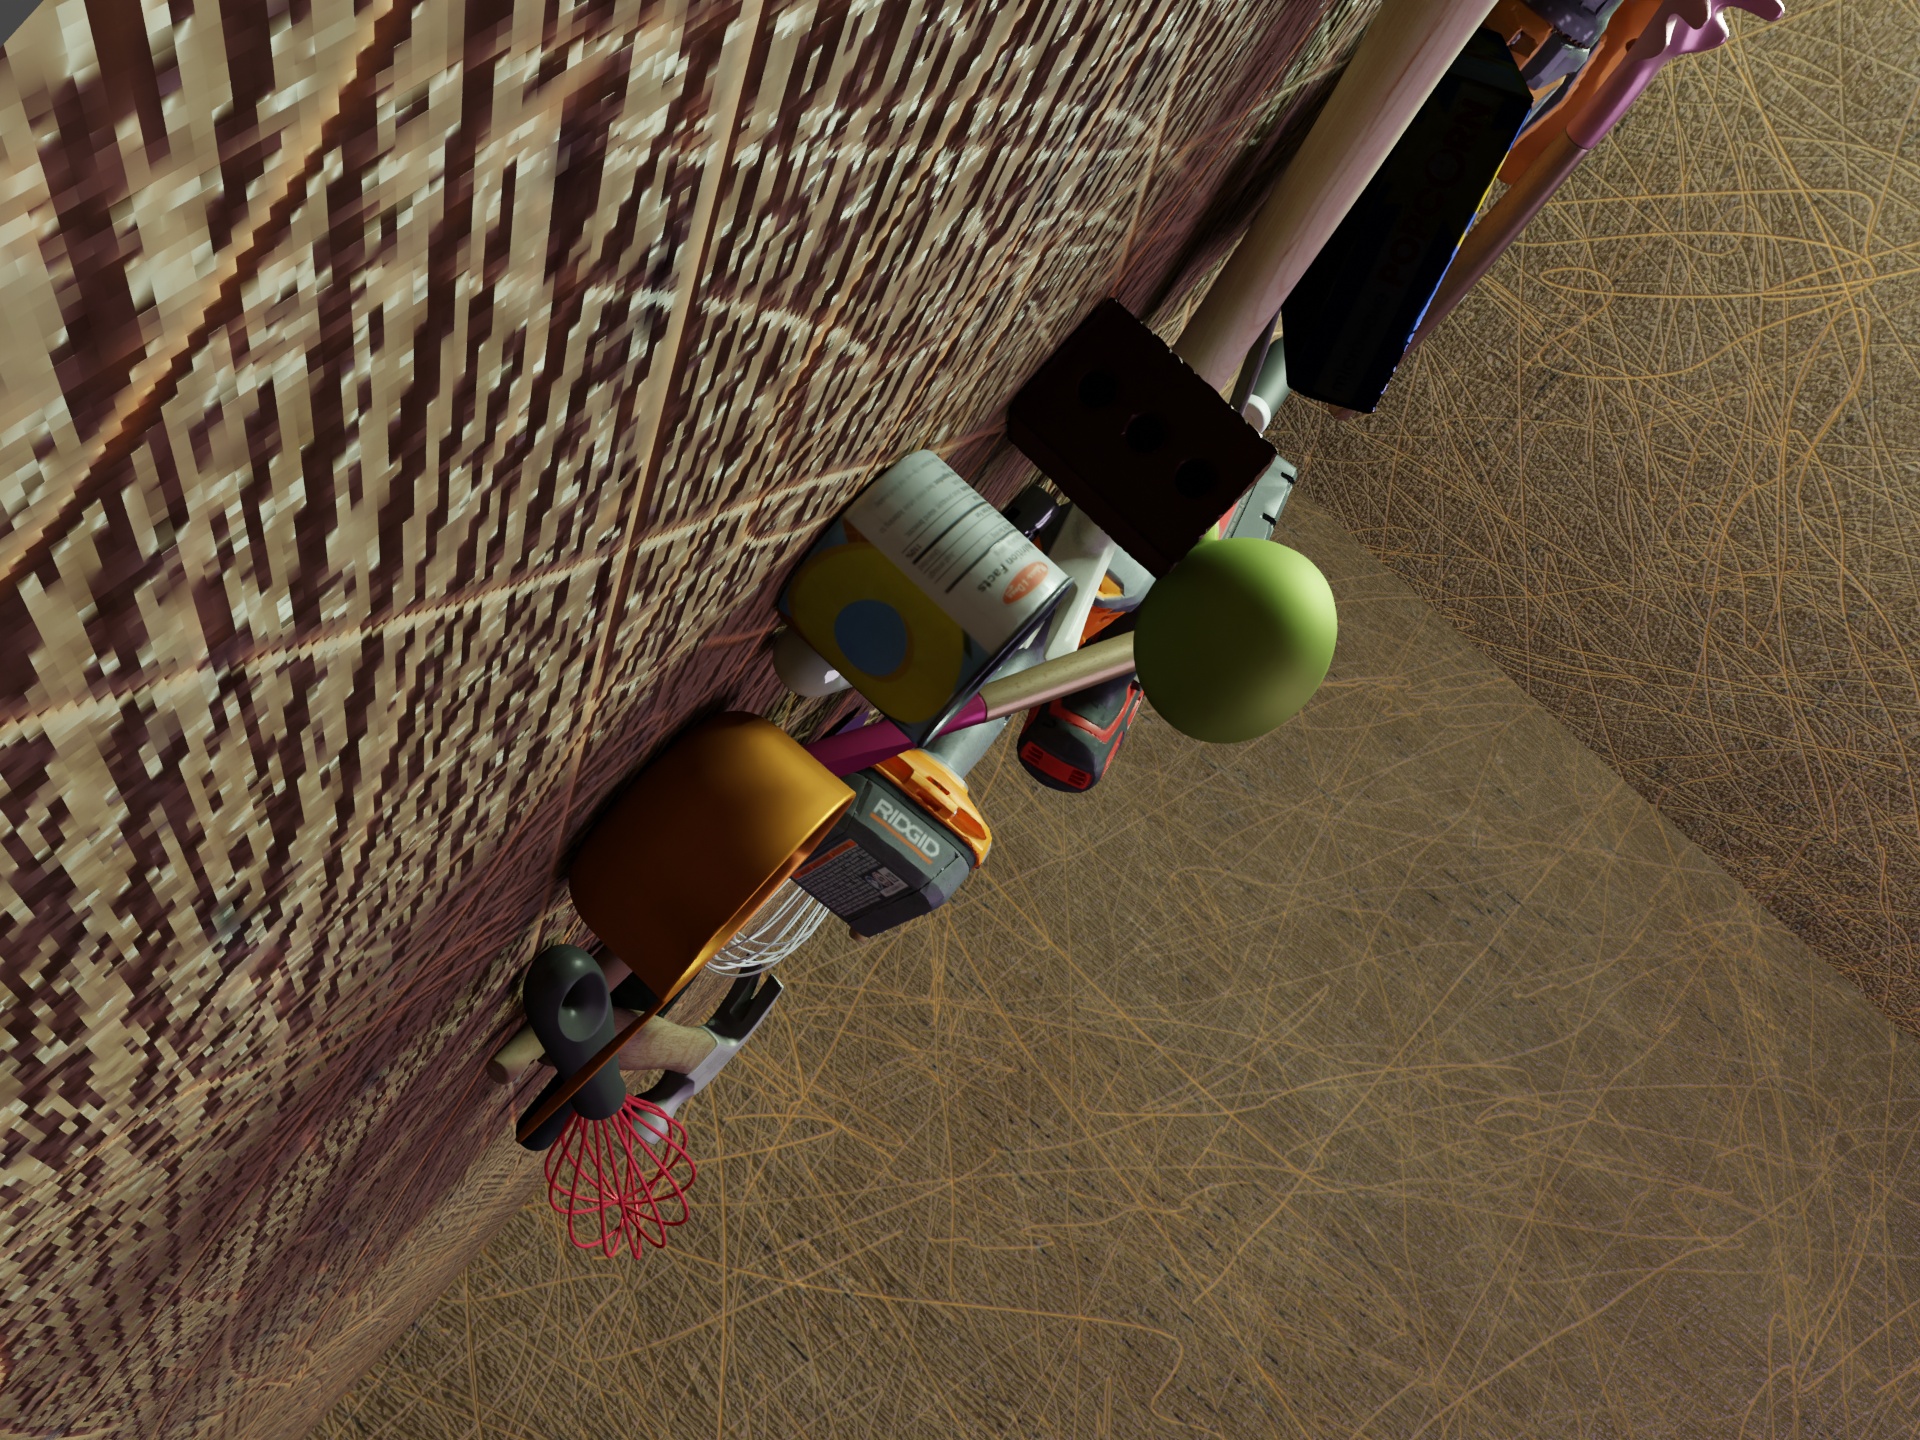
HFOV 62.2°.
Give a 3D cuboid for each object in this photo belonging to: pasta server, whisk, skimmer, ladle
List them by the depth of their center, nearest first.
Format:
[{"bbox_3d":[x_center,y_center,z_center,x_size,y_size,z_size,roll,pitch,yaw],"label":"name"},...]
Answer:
[{"bbox_3d":[-0.019,-0.033,0.595,0.246,0.059,0.058,-26,122,-74],"label":"whisk"},{"bbox_3d":[0.112,-0.079,0.690,0.078,0.062,0.320,-41,-168,21],"label":"ladle"},{"bbox_3d":[0.256,-0.228,0.692,0.060,0.040,0.316,-20,162,-32],"label":"pasta server"},{"bbox_3d":[-0.156,0.171,0.695,0.073,0.073,0.295,-46,160,-29],"label":"whisk"},{"bbox_3d":[-0.045,0.037,0.911,0.284,0.070,0.070,-45,177,-15],"label":"whisk"},{"bbox_3d":[0.236,-0.231,1.007,0.127,0.090,0.363,-6,-151,31],"label":"skimmer"}]

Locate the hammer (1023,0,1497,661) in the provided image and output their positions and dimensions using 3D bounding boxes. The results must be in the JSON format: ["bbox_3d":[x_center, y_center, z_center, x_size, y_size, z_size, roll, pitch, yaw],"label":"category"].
[{"bbox_3d":[0.105,-0.153,0.580,0.146,0.038,0.410,-64,-177,-24],"label":"hammer"}]

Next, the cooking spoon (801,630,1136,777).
[{"bbox_3d":[0.027,-0.013,0.680,0.319,0.017,0.069,-19,175,-30],"label":"cooking spoon"}]

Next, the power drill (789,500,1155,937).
[{"bbox_3d":[-0.001,-0.003,0.812,0.226,0.084,0.164,-54,-171,-26],"label":"power drill"}]

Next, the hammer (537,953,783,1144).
[{"bbox_3d":[-0.167,0.174,0.865,0.130,0.031,0.331,-47,169,-9],"label":"hammer"}]

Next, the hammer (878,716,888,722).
[{"bbox_3d":[0.014,-0.050,1.081,0.409,0.036,0.149,-45,178,-36],"label":"hammer"}]

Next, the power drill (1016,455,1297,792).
[{"bbox_3d":[0.114,-0.079,0.953,0.188,0.080,0.226,-60,178,-37],"label":"power drill"}]

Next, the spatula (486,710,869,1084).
[{"bbox_3d":[-0.123,0.073,0.772,0.059,0.018,0.316,-57,174,37],"label":"spatula"}]

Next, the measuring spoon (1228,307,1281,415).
[{"bbox_3d":[0.129,-0.177,0.704,0.034,0.018,0.124,-93,-163,-63],"label":"measuring spoon"}]

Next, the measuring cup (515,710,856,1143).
[{"bbox_3d":[-0.108,0.067,0.511,0.173,0.052,0.095,-46,179,18],"label":"measuring cup"}]

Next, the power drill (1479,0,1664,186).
[{"bbox_3d":[0.261,-0.308,0.696,0.185,0.084,0.226,-49,172,39],"label":"power drill"}]

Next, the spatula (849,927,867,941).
[{"bbox_3d":[0.008,0.001,0.991,0.082,0.044,0.317,10,106,-64],"label":"spatula"}]
